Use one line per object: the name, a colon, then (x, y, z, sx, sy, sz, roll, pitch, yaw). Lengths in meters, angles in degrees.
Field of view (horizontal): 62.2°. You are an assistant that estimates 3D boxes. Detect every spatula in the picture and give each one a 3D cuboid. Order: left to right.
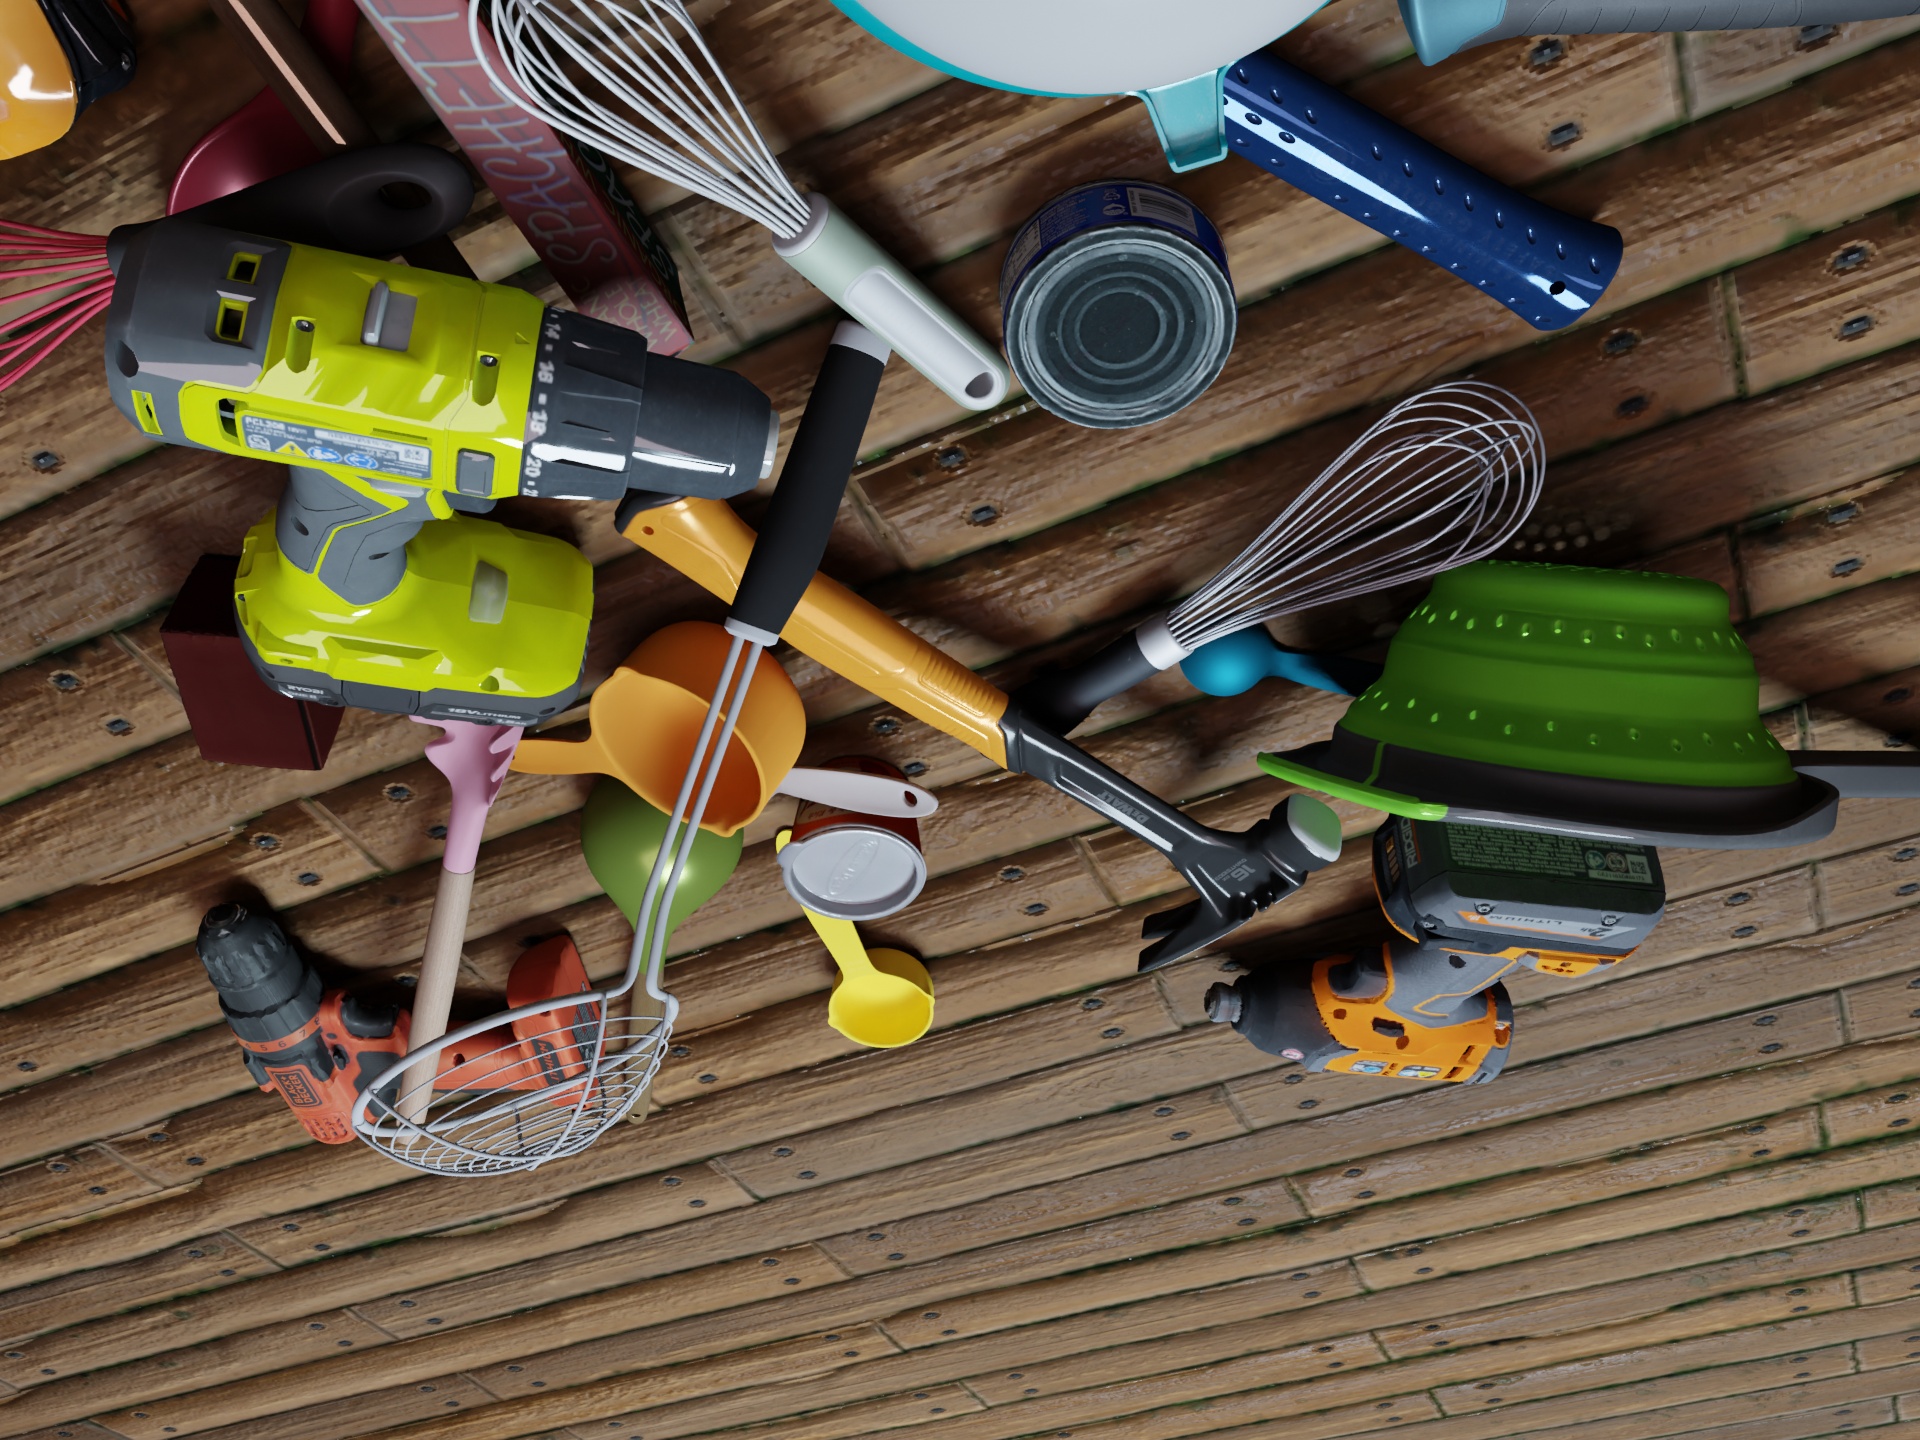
spatula: (-0.229, -0.238, 0.471, 0.060, 0.018, 0.315, -19, 122, 24)

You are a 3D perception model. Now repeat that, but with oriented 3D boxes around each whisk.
whisk: (-0.289, -0.149, 0.527, 0.296, 0.073, 0.073, -6, 135, 18)
whisk: (-0.058, -0.167, 0.522, 0.058, 0.059, 0.246, -40, 141, 18)
whisk: (0.111, -0.050, 0.668, 0.284, 0.070, 0.070, -31, 128, 33)

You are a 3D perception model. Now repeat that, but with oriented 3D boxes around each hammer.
hammer: (-0.001, -0.002, 0.688, 0.336, 0.034, 0.127, 33, 133, -17)
hammer: (0.042, -0.221, 0.509, 0.405, 0.035, 0.144, 21, 130, -20)
hammer: (0.301, -0.236, 0.501, 0.331, 0.033, 0.128, -2, 135, 1)

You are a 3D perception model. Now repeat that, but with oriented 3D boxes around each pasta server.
pasta server: (-0.251, 0.093, 0.764, 0.060, 0.040, 0.316, 32, 121, 22)

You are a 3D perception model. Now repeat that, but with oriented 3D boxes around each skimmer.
skimmer: (-0.124, 0.014, 0.616, 0.090, 0.363, 0.127, 22, -177, 30)

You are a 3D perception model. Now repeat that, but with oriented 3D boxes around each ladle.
ladle: (-0.185, -0.250, 0.485, 0.069, 0.031, 0.315, 20, 129, -19)
ladle: (-0.167, 0.133, 0.856, 0.078, 0.062, 0.320, 7, 141, -9)

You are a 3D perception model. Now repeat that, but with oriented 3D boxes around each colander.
colander: (0.319, -0.014, 0.676, 0.397, 0.205, 0.094, 1, 98, -24)

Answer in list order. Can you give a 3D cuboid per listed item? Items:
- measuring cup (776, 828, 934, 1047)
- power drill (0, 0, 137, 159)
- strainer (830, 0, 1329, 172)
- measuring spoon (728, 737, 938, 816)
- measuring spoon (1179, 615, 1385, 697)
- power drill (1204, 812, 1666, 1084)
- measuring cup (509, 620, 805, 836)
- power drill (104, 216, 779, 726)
measuring cup: (-0.060, 0.111, 0.846, 0.062, 0.029, 0.156, -16, 121, 14)
power drill: (-0.307, -0.158, 0.430, 0.084, 0.226, 0.185, -10, 134, 9)
strainer: (0.068, -0.273, 0.334, 0.211, 0.095, 0.340, 20, 132, -21)
measuring spoon: (-0.060, 0.026, 0.729, 0.124, 0.018, 0.034, 8, 122, 32)
measuring spoon: (0.161, -0.017, 0.719, 0.128, 0.021, 0.042, 11, 133, -12)
power drill: (0.226, 0.114, 0.797, 0.164, 0.084, 0.226, 6, 145, -7)
measuring cup: (-0.145, 0.000, 0.720, 0.174, 0.052, 0.095, -2, 128, 37)
power drill: (-0.175, -0.074, 0.559, 0.190, 0.080, 0.228, 9, 157, -16)
